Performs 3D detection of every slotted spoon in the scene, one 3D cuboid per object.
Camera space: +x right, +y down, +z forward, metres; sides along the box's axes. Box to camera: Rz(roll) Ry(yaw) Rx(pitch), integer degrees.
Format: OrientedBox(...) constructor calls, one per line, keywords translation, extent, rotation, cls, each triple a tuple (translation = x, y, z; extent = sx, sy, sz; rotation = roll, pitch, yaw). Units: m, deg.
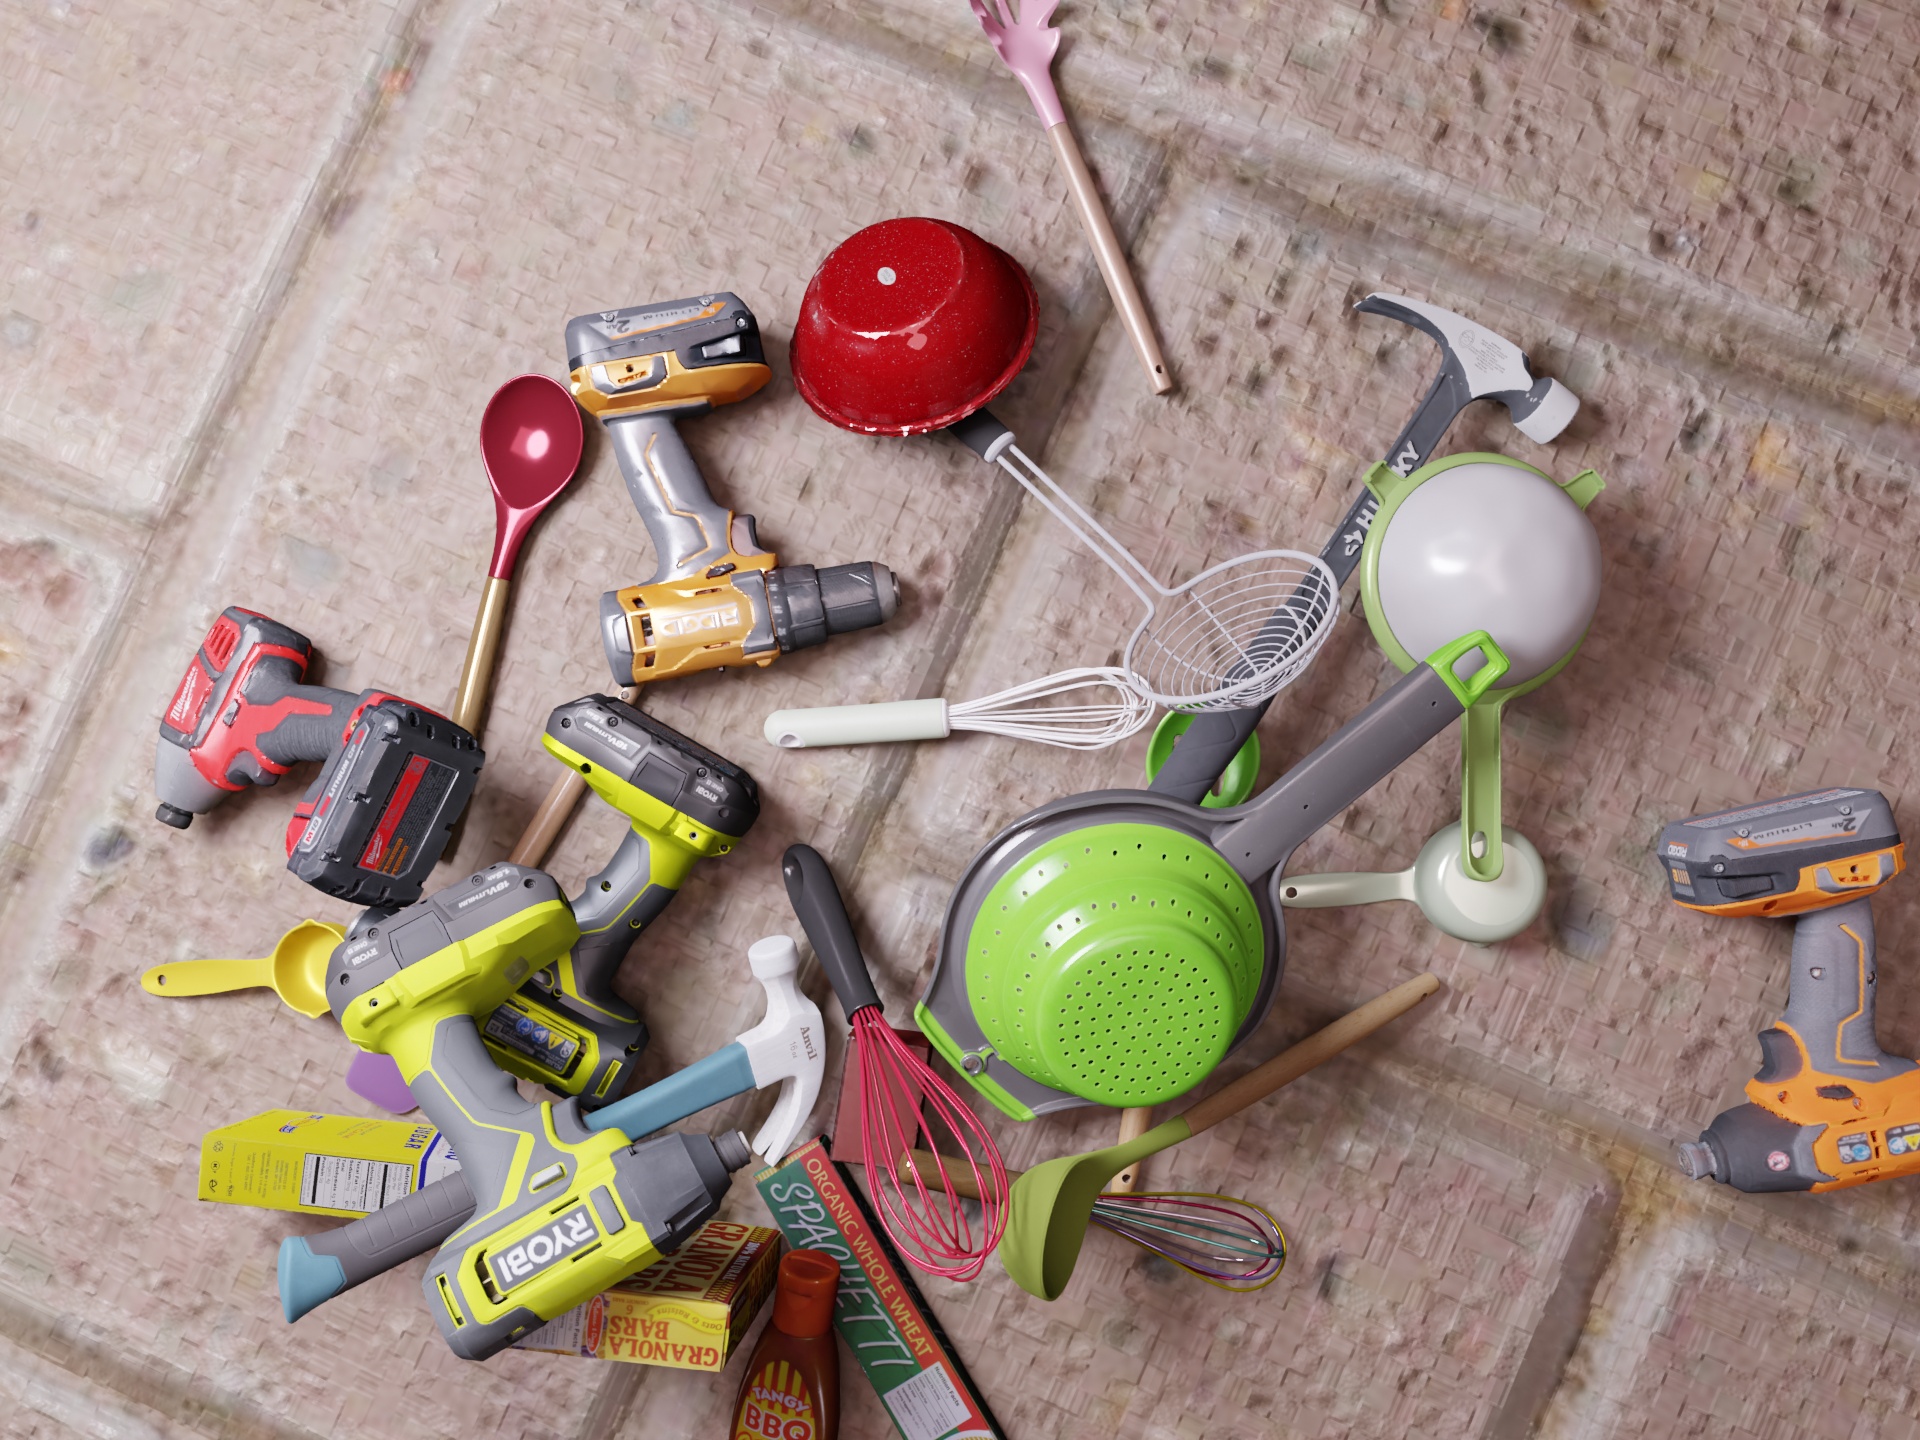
OrientedBox(translation=(0.128, 0.140, 0.983), extent=(0.070, 0.031, 0.314), rotation=(11, 89, 0), cls="slotted spoon")

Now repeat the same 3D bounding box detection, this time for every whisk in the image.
OrientedBox(translation=(-0.002, -0.003, 0.993), extent=(0.246, 0.057, 0.059), rotation=(-4, 52, 5), cls="whisk")
OrientedBox(translation=(0.081, 0.294, 0.945), extent=(0.245, 0.051, 0.047), rotation=(15, 96, -8), cls="whisk")
OrientedBox(translation=(-0.047, 0.185, 0.917), extent=(0.073, 0.073, 0.296), rotation=(-29, 53, 1), cls="whisk")

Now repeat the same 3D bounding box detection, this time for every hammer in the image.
OrientedBox(translation=(0.208, -0.075, 0.961), extent=(0.149, 0.036, 0.409), rotation=(36, 84, -6), cls="hammer")
OrientedBox(translation=(-0.226, 0.245, 0.914), extent=(0.331, 0.033, 0.128), rotation=(-22, 107, -26), cls="hammer")

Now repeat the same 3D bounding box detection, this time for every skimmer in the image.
OrientedBox(translation=(0.063, -0.138, 0.932), extent=(0.127, 0.090, 0.363), rotation=(-41, 70, -11), cls="skimmer")

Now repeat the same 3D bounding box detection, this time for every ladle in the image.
OrientedBox(translation=(-0.300, -0.065, 1.018), extent=(0.069, 0.031, 0.315), rotation=(13, 89, 6), cls="ladle")
OrientedBox(translation=(0.159, 0.231, 0.923), extent=(0.320, 0.078, 0.062), rotation=(-25, 40, -17), cls="ladle")

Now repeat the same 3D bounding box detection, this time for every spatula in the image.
OrientedBox(translation=(-0.286, 0.108, 1.009), extent=(0.059, 0.018, 0.316), rotation=(31, 88, -8), cls="spatula")

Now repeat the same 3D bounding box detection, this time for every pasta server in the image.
OrientedBox(translation=(0.073, -0.356, 1.014), extent=(0.060, 0.040, 0.316), rotation=(-21, 86, -10), cls="pasta server")

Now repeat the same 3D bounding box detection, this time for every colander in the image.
OrientedBox(translation=(0.153, 0.096, 0.883), extent=(0.397, 0.095, 0.204), rotation=(-41, 107, 8), cls="colander")

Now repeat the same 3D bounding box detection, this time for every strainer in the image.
OrientedBox(translation=(0.314, -0.033, 0.923), extent=(0.151, 0.069, 0.256), rotation=(1, 88, -8), cls="strainer")

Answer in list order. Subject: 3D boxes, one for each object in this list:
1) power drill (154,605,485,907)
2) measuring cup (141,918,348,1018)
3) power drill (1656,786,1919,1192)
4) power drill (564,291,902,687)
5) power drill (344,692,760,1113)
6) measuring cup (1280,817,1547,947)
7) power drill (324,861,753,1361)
OrientedBox(translation=(-0.402, 0.026, 0.958), extent=(0.220, 0.078, 0.143), rotation=(22, 83, 32), cls="power drill")
OrientedBox(translation=(-0.449, 0.160, 1.015), extent=(0.156, 0.029, 0.062), rotation=(-6, 86, 14), cls="measuring cup")
OrientedBox(translation=(0.488, 0.165, 0.938), extent=(0.164, 0.084, 0.226), rotation=(-13, 89, 2), cls="power drill")
OrientedBox(translation=(-0.143, -0.144, 0.990), extent=(0.185, 0.084, 0.226), rotation=(-10, 90, -4), cls="power drill")
OrientedBox(translation=(-0.245, 0.101, 0.968), extent=(0.190, 0.080, 0.228), rotation=(30, 92, -4), cls="power drill")
OrientedBox(translation=(0.274, 0.101, 0.971), extent=(0.167, 0.038, 0.083), rotation=(-4, 86, 0), cls="measuring cup")
OrientedBox(translation=(-0.228, 0.197, 0.850), extent=(0.171, 0.080, 0.223), rotation=(-28, 69, -13), cls="power drill")
